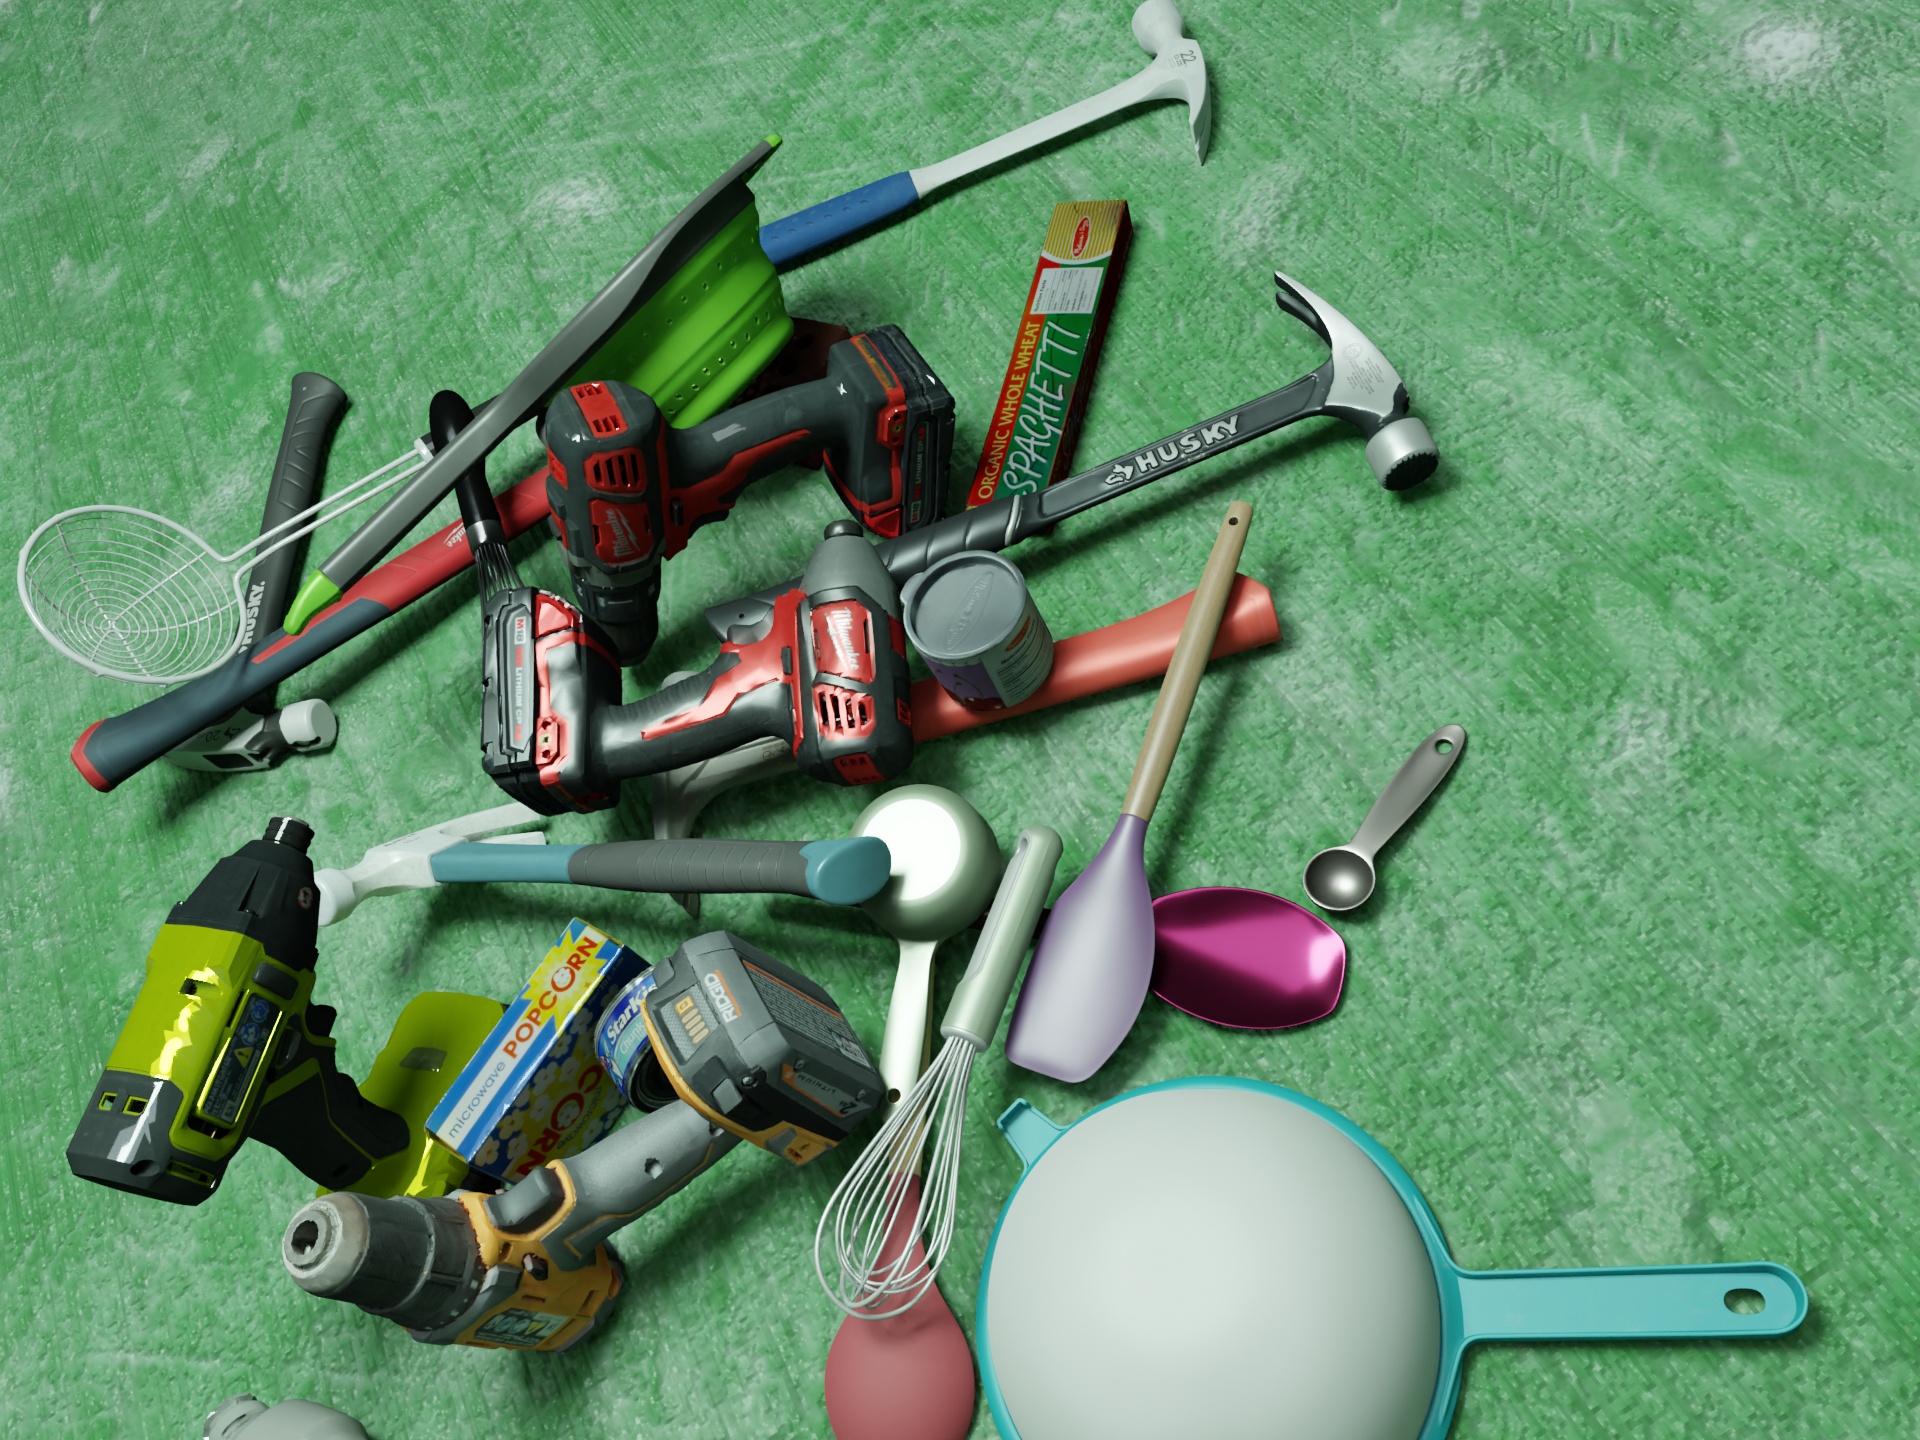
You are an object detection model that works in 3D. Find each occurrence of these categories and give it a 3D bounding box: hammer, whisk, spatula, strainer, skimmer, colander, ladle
[{"bbox_3d":[-0.184,0.075,0.822,0.331,0.033,0.128,-2,15,31],"label":"hammer"},{"bbox_3d":[-0.002,0.155,0.739,0.059,0.058,0.246,29,64,-11],"label":"whisk"},{"bbox_3d":[-0.373,-0.066,1.011,0.386,0.038,0.143,-35,56,-14],"label":"hammer"},{"bbox_3d":[0.097,0.027,0.793,0.060,0.018,0.316,13,70,23],"label":"spatula"},{"bbox_3d":[-0.278,-0.081,0.961,0.070,0.070,0.285,-23,71,5],"label":"whisk"},{"bbox_3d":[-0.484,-0.113,1.113,0.146,0.035,0.335,-11,57,13],"label":"hammer"},{"bbox_3d":[0.157,0.231,0.640,0.340,0.095,0.211,-8,58,17],"label":"strainer"},{"bbox_3d":[-0.001,-0.003,0.873,0.359,0.036,0.149,-15,57,11],"label":"hammer"},{"bbox_3d":[-0.021,-0.372,1.100,0.405,0.035,0.144,-21,56,7],"label":"hammer"},{"bbox_3d":[-0.391,-0.145,0.991,0.363,0.090,0.127,-34,85,-15],"label":"skimmer"},{"bbox_3d":[-0.219,-0.170,0.929,0.397,0.094,0.204,-49,17,-14],"label":"colander"},{"bbox_3d":[0.047,-0.125,0.895,0.409,0.036,0.149,-22,63,4],"label":"hammer"},{"bbox_3d":[-0.024,0.195,0.770,0.069,0.031,0.316,-4,57,10],"label":"ladle"}]

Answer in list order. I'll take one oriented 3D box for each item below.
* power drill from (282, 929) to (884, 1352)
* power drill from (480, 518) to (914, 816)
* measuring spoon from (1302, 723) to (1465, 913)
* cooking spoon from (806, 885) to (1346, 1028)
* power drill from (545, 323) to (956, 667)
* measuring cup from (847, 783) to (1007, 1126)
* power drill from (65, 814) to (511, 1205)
[{"bbox_3d":[-0.166,0.195,0.709,0.226,0.185,0.084,-39,55,3],"label":"power drill"},{"bbox_3d":[-0.135,-0.028,0.844,0.219,0.078,0.143,-8,69,8],"label":"power drill"},{"bbox_3d":[0.212,0.049,0.782,0.034,0.018,0.124,31,68,32],"label":"measuring spoon"},{"bbox_3d":[0.030,0.100,0.796,0.319,0.017,0.069,8,67,17],"label":"cooking spoon"},{"bbox_3d":[-0.124,-0.125,0.919,0.226,0.187,0.080,-18,53,-21],"label":"power drill"},{"bbox_3d":[-0.026,0.110,0.773,0.083,0.038,0.168,2,68,15],"label":"measuring cup"},{"bbox_3d":[-0.302,0.162,0.768,0.080,0.223,0.171,3,62,21],"label":"power drill"}]
